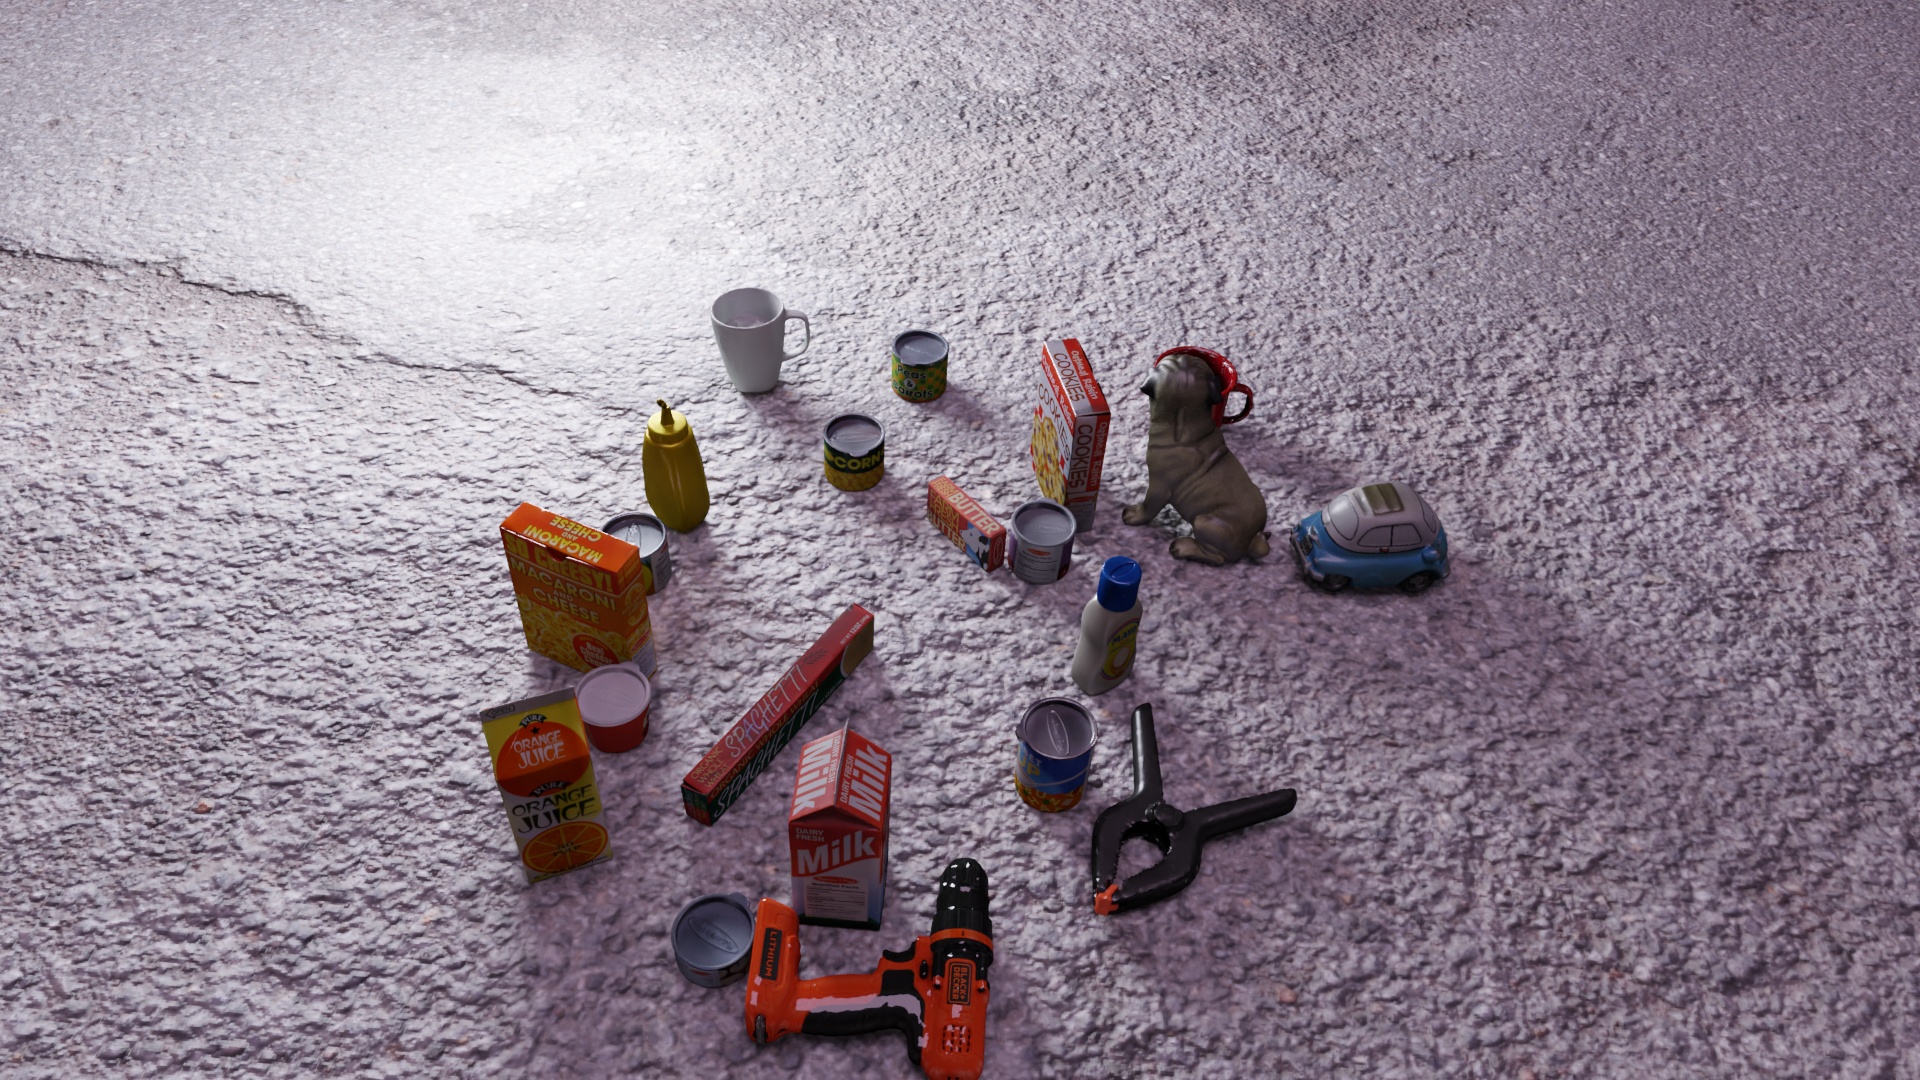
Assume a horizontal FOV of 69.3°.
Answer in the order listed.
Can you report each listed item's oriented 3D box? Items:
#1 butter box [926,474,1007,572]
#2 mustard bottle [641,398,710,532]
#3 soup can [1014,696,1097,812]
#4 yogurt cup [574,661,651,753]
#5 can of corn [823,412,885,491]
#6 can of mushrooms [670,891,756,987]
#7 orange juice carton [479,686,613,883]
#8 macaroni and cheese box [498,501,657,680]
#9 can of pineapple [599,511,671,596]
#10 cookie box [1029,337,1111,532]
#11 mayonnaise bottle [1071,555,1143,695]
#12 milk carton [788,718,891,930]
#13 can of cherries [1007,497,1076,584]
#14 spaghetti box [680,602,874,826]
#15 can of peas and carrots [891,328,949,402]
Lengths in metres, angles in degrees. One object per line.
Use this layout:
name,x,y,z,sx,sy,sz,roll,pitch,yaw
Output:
butter box,0.005,-0.018,1.431,0.024,0.052,0.104,-29,54,-28
mustard bottle,-0.289,-0.081,1.396,0.065,0.159,0.049,31,51,24
soup can,0.079,0.188,1.213,0.071,0.083,0.072,2,45,-2
yogurt cup,-0.308,0.152,1.238,0.072,0.053,0.073,2,45,-2
can of corn,-0.114,-0.093,1.493,0.071,0.058,0.071,2,45,-2
can of mushrooms,-0.193,0.315,1.101,0.071,0.033,0.071,2,45,-2
orange juice carton,-0.330,0.185,1.107,0.072,0.191,0.073,-14,48,-17
macaroni and cheese box,-0.342,0.055,1.253,0.124,0.165,0.040,20,47,15
can of pineapple,-0.322,0.014,1.371,0.071,0.057,0.071,2,45,-2
cookie box,0.113,-0.108,1.449,0.040,0.166,0.123,-7,47,-11
mayonnaise bottle,0.139,0.078,1.281,0.065,0.147,0.041,-27,53,-27
milk carton,-0.093,0.224,1.088,0.073,0.189,0.073,5,45,0
can of cherries,0.083,0.000,1.416,0.071,0.058,0.072,2,45,-2
spaghetti box,-0.159,0.153,1.252,0.029,0.049,0.251,26,49,20
can of peas and carrots,-0.048,-0.200,1.603,0.071,0.058,0.071,2,45,-2
